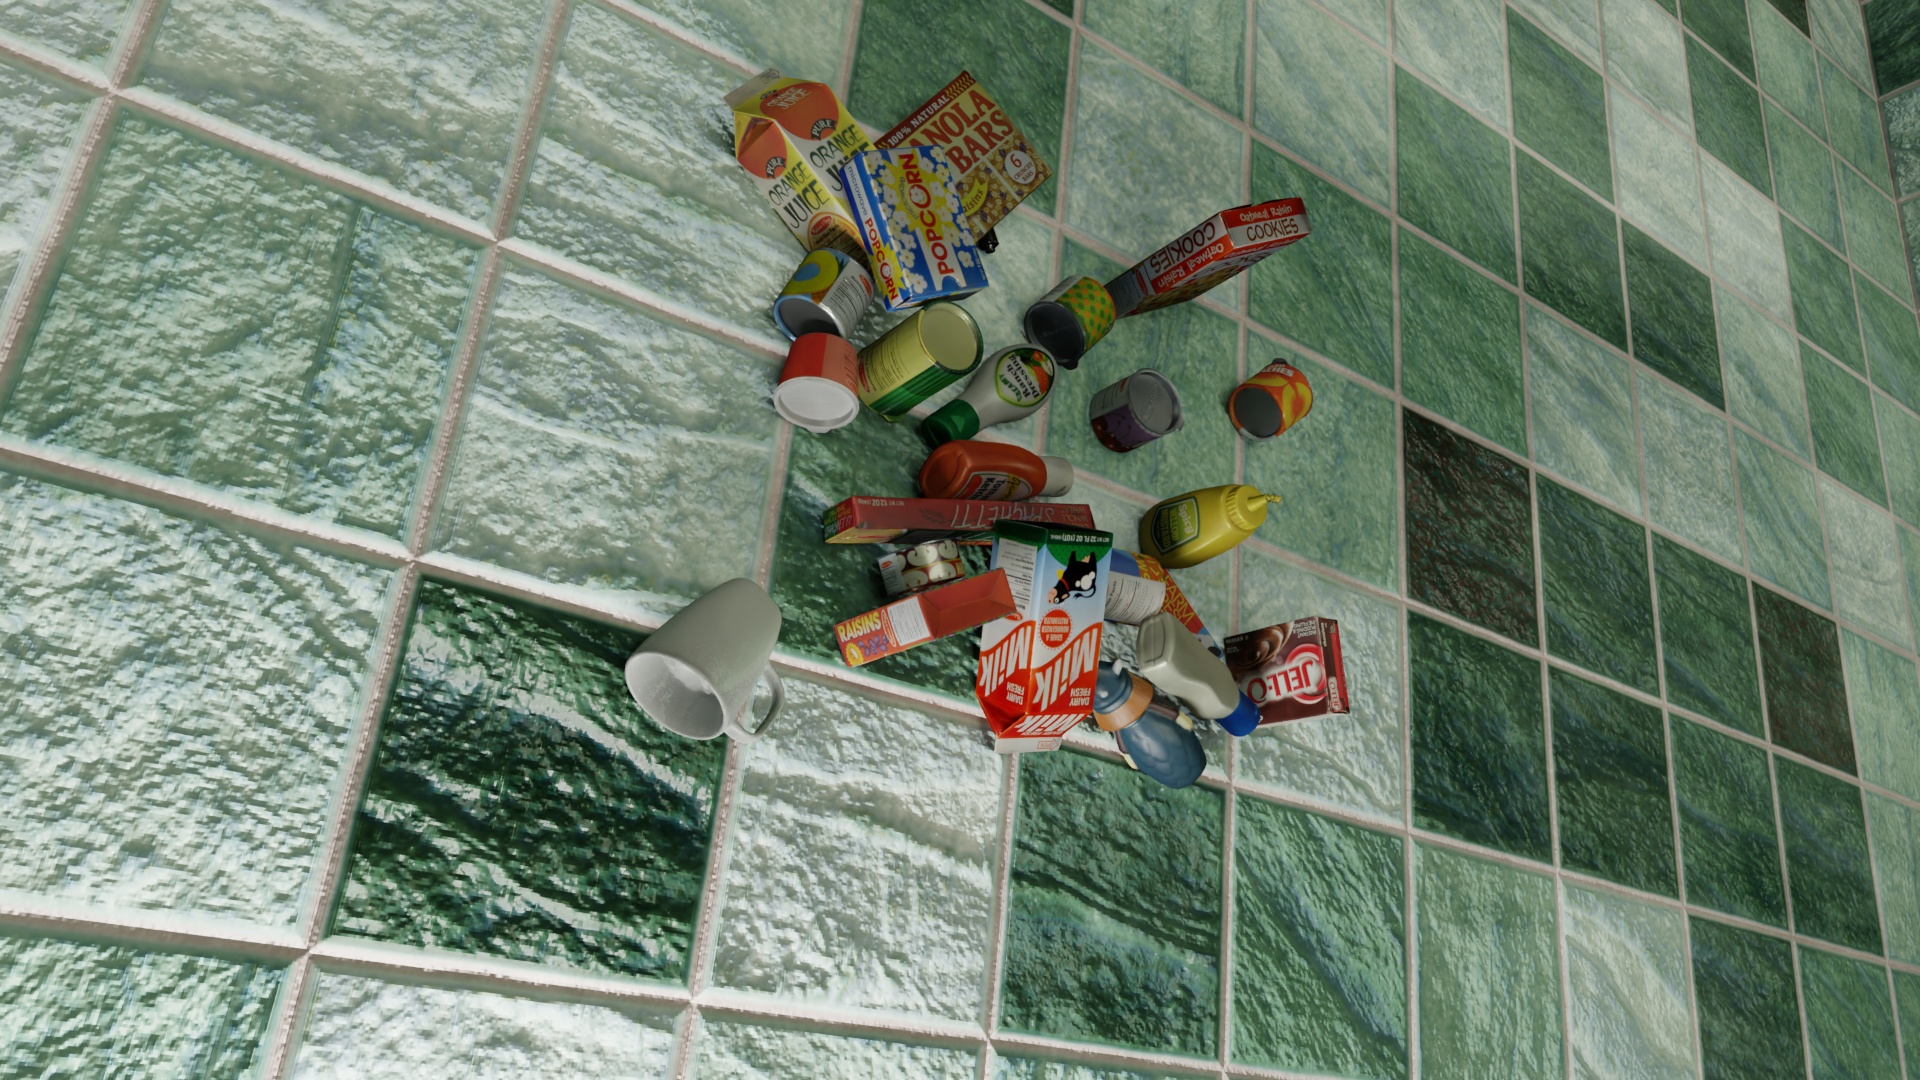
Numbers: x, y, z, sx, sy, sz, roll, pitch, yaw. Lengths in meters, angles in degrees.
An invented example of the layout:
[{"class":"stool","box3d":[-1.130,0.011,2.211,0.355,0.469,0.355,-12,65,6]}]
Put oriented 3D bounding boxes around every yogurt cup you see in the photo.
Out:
[{"class":"yogurt cup","box3d":[-0.113,-0.129,1.110,0.072,0.072,0.054,23,55,-28]}]

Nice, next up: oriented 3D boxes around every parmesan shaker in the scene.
[{"class":"parmesan shaker","box3d":[-0.035,-0.147,1.146,0.071,0.102,0.071,12,69,-33]}]

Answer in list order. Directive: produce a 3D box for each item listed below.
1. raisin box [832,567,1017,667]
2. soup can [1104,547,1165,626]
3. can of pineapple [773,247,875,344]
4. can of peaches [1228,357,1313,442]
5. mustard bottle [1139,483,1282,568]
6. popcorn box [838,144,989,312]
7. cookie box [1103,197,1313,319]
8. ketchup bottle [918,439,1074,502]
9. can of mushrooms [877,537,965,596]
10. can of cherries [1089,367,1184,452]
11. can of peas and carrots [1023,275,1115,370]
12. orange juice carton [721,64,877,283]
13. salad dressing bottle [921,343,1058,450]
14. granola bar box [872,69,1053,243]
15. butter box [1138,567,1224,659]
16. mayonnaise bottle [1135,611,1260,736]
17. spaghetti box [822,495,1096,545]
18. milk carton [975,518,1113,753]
[{"class":"raisin box","box3d":[-0.029,0.060,1.069,0.086,0.123,0.040,-17,86,-38]},{"class":"soup can","box3d":[0.128,0.037,1.228,0.084,0.071,0.071,12,69,-33]},{"class":"can of pineapple","box3d":[-0.113,-0.194,1.131,0.071,0.070,0.058,40,56,-19]},{"class":"can of peaches","box3d":[0.316,-0.143,1.419,0.058,0.071,0.071,-35,96,-37]},{"class":"mustard bottle","box3d":[0.228,-0.019,1.257,0.049,0.159,0.065,8,70,-32]},{"class":"popcorn box","box3d":[-0.037,-0.254,1.126,0.085,0.038,0.126,-17,87,-39]},{"class":"cookie box","box3d":[0.237,-0.273,1.342,0.123,0.167,0.040,-20,87,-38]},{"class":"ketchup bottle","box3d":[0.036,-0.057,1.196,0.149,0.064,0.043,-1,59,-45]},{"class":"can of mushrooms","box3d":[-0.029,0.021,1.117,0.071,0.071,0.033,-11,83,-38]},{"class":"can of cherries","box3d":[0.166,-0.120,1.310,0.071,0.058,0.071,13,67,-33]},{"class":"can of peas and carrots","box3d":[0.103,-0.202,1.287,0.071,0.070,0.059,53,52,-10]},{"class":"orange juice carton","box3d":[-0.116,-0.305,1.159,0.192,0.073,0.072,51,53,-11]},{"class":"salad dressing bottle","box3d":[0.026,-0.123,1.219,0.148,0.044,0.064,-38,97,-37]},{"class":"granola bar box","box3d":[-0.011,-0.328,1.246,0.124,0.039,0.166,47,61,-8]},{"class":"butter box","box3d":[0.197,0.081,1.287,0.053,0.024,0.103,-42,101,-38]},{"class":"mayonnaise bottle","box3d":[0.213,0.126,1.235,0.148,0.041,0.065,40,39,-33]},{"class":"spaghetti box","box3d":[0.004,-0.015,1.164,0.250,0.050,0.029,1,76,-36]},{"class":"milk carton","box3d":[0.066,0.081,1.142,0.072,0.073,0.190,4,95,-36]}]
